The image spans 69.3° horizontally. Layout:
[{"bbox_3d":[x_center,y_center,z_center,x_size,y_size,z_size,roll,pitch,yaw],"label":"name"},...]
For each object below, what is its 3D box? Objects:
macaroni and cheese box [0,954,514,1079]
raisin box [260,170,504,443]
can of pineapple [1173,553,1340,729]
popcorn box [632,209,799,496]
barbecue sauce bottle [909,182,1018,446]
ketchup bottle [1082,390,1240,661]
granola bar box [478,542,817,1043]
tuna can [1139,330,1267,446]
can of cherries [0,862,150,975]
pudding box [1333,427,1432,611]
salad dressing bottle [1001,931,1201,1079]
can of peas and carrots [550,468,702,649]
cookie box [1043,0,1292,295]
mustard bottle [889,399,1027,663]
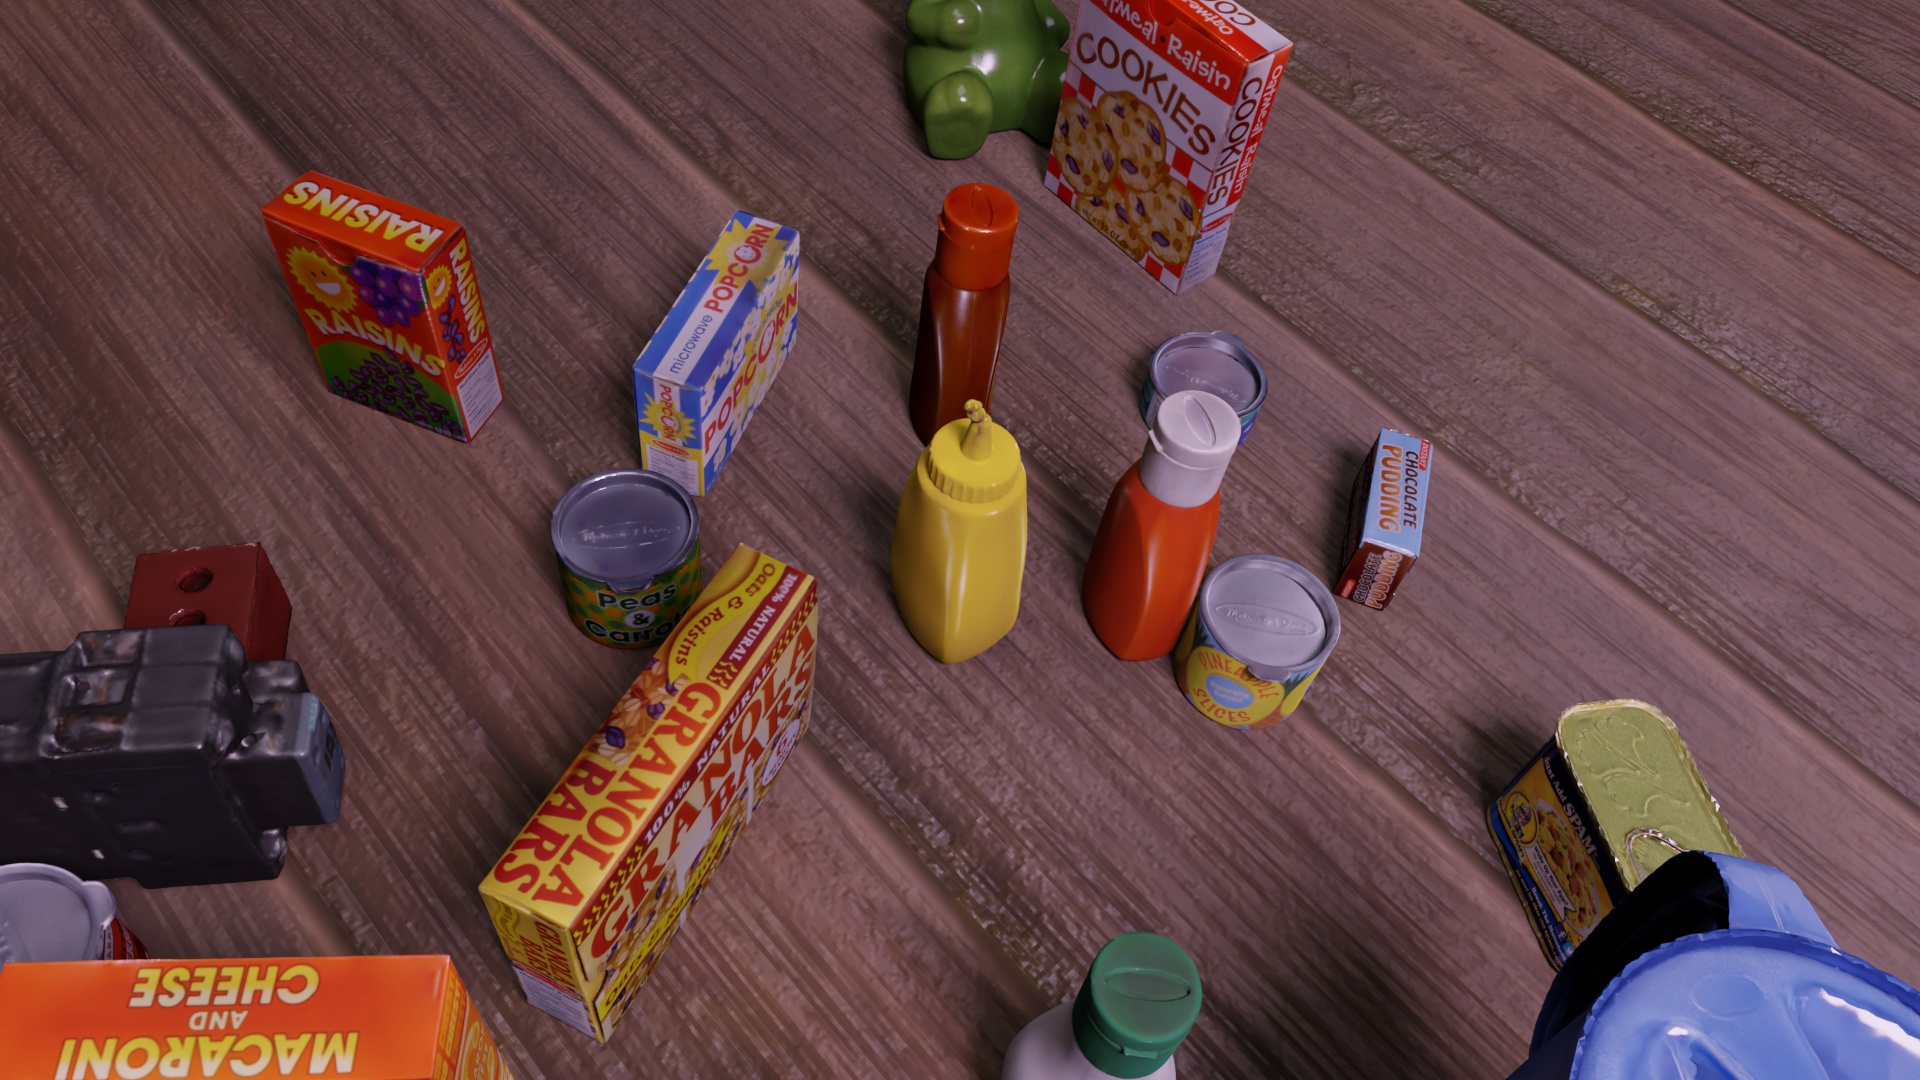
[{"bbox_3d":[-0.214,0.182,0.448,0.124,0.165,0.040,1,54,-7],"label":"macaroni and cheese box"},{"bbox_3d":[-0.281,-0.112,0.685,0.086,0.122,0.040,21,54,8],"label":"raisin box"},{"bbox_3d":[0.139,0.050,0.663,0.071,0.057,0.071,4,53,-5],"label":"can of pineapple"},{"bbox_3d":[-0.124,-0.097,0.720,0.038,0.084,0.127,18,53,6],"label":"popcorn box"},{"bbox_3d":[0.001,-0.113,0.710,0.044,0.147,0.065,-2,54,-10],"label":"barbecue sauce bottle"},{"bbox_3d":[0.092,-0.007,0.643,0.043,0.148,0.065,-9,56,-14],"label":"ketchup bottle"},{"bbox_3d":[-0.113,0.100,0.550,0.039,0.123,0.166,25,54,10],"label":"granola bar box"},{"bbox_3d":[0.136,-0.084,0.779,0.071,0.032,0.071,4,53,-5],"label":"tuna can"},{"bbox_3d":[-0.341,0.161,0.514,0.071,0.058,0.072,4,53,-5],"label":"can of cherries"},{"bbox_3d":[0.222,-0.012,0.726,0.030,0.049,0.084,18,53,6],"label":"pudding box"},{"bbox_3d":[0.052,0.184,0.495,0.064,0.146,0.044,8,53,-2],"label":"salad dressing bottle"},{"bbox_3d":[-0.154,0.011,0.651,0.071,0.058,0.071,4,53,-5],"label":"can of peas and carrots"},{"bbox_3d":[0.114,-0.246,0.813,0.040,0.166,0.123,-31,63,-27],"label":"cookie box"},{"bbox_3d":[0.002,-0.008,0.624,0.049,0.159,0.065,-24,60,-23],"label":"mustard bottle"}]
